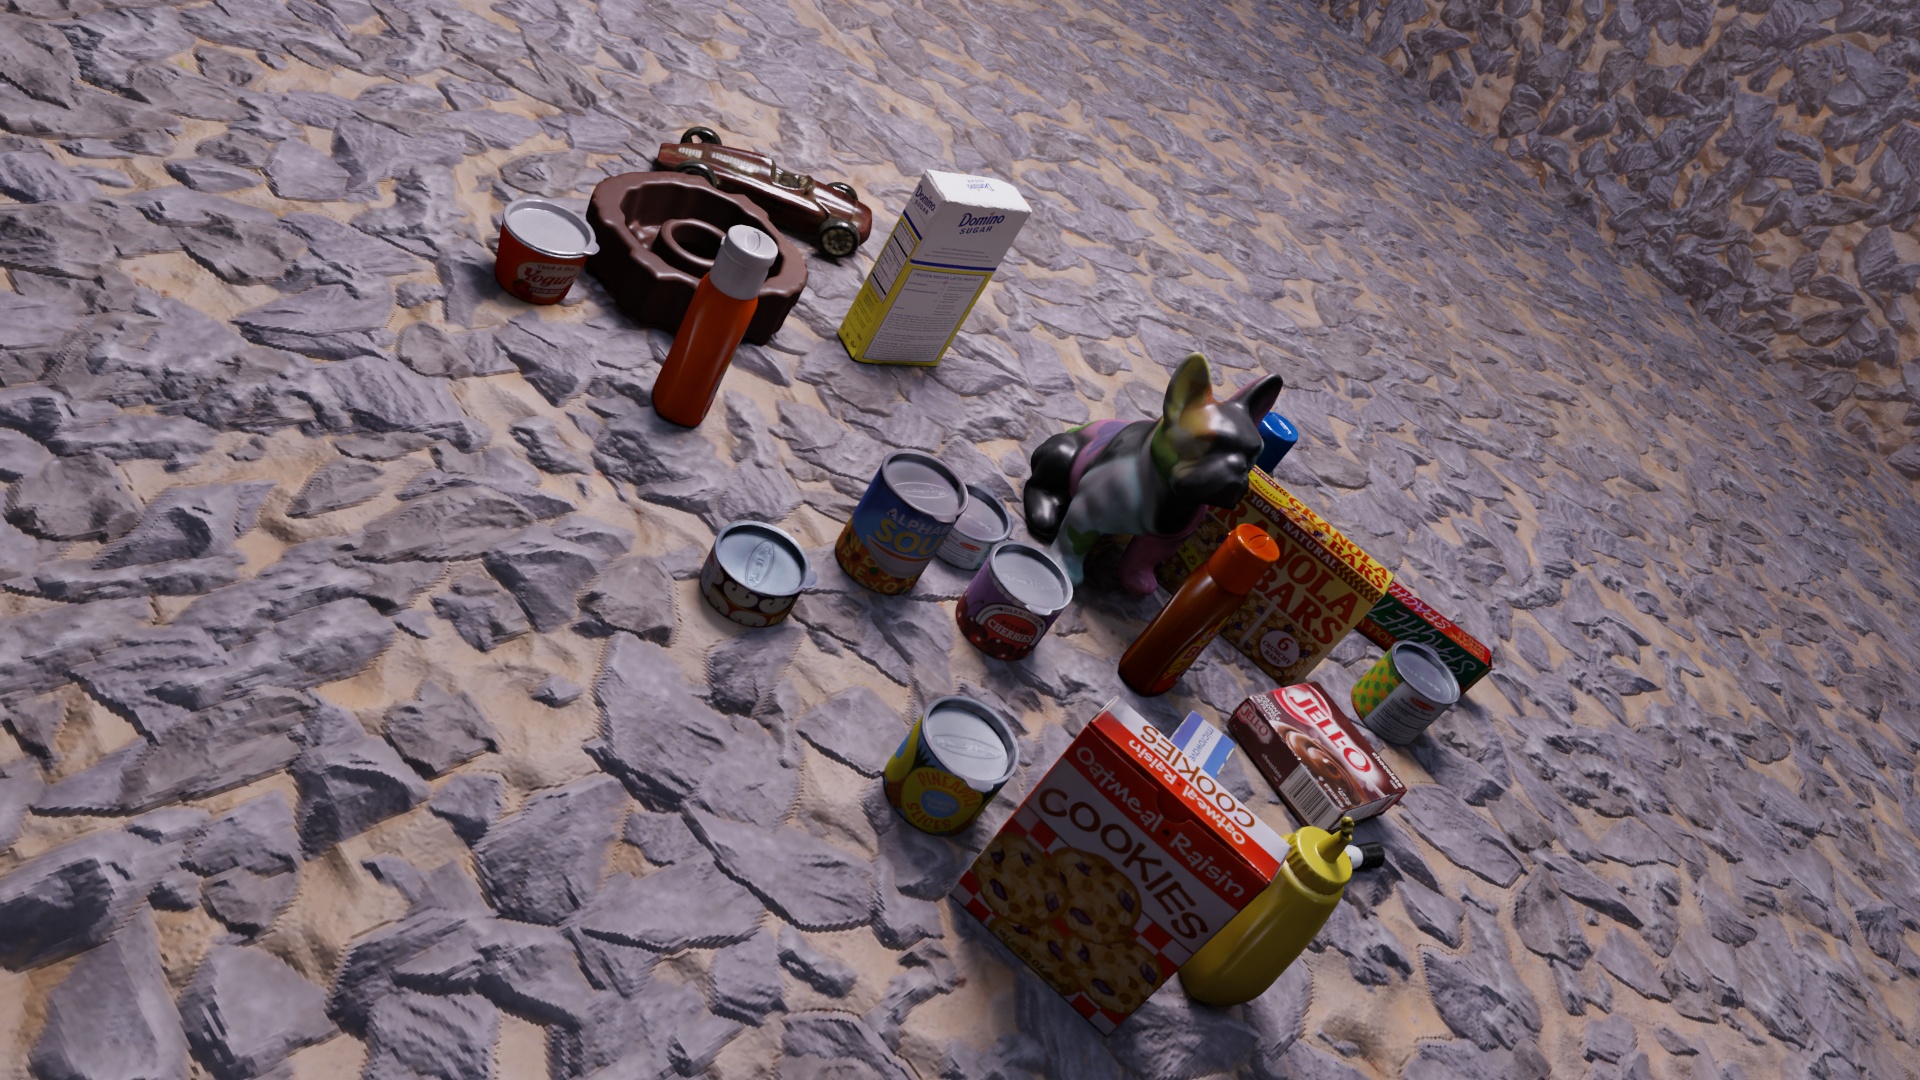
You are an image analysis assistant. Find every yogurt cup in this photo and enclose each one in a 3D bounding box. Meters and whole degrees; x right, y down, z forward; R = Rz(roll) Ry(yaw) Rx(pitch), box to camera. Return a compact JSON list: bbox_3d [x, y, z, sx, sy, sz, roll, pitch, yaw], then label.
[{"bbox_3d":[-0.311,-0.212,1.029,0.072,0.053,0.073,21,37,-17],"label":"yogurt cup"}]

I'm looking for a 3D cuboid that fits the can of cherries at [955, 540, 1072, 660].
[{"bbox_3d":[0.037,0.045,0.991,0.071,0.058,0.072,21,37,-17],"label":"can of cherries"}]

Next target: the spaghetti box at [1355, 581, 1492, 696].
[{"bbox_3d":[0.356,0.048,1.237,0.250,0.050,0.029,36,36,4],"label":"spaghetti box"}]

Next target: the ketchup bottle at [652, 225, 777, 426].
[{"bbox_3d":[-0.174,-0.153,0.984,0.043,0.148,0.065,20,38,-18],"label":"ketchup bottle"}]

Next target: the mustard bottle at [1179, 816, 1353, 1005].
[{"bbox_3d":[0.187,0.214,0.821,0.049,0.159,0.065,18,38,-20],"label":"mustard bottle"}]

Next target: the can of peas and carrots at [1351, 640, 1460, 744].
[{"bbox_3d":[0.367,0.125,1.149,0.071,0.058,0.071,21,37,-17],"label":"can of peas and carrots"}]

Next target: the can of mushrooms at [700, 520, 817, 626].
[{"bbox_3d":[-0.132,0.023,0.909,0.071,0.033,0.071,21,37,-17],"label":"can of mushrooms"}]

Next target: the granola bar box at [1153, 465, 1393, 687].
[{"bbox_3d":[0.242,0.023,1.116,0.166,0.123,0.039,41,36,10],"label":"granola bar box"}]

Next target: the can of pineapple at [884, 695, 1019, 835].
[{"bbox_3d":[-0.006,0.139,0.848,0.071,0.057,0.071,21,37,-17],"label":"can of pineapple"}]

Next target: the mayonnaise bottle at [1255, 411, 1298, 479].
[{"bbox_3d":[0.224,-0.043,1.160,0.041,0.147,0.065,-8,53,-43],"label":"mayonnaise bottle"}]

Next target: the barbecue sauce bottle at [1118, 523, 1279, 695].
[{"bbox_3d":[0.175,0.050,1.013,0.044,0.147,0.065,46,38,17],"label":"barbecue sauce bottle"}]

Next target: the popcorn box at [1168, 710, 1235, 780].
[{"bbox_3d":[0.120,0.173,0.881,0.038,0.084,0.127,39,36,8],"label":"popcorn box"}]

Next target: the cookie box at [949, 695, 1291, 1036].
[{"bbox_3d":[0.083,0.184,0.771,0.123,0.166,0.040,41,36,10],"label":"cookie box"}]

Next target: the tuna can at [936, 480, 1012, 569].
[{"bbox_3d":[0.004,-0.013,1.055,0.071,0.032,0.071,21,37,-17],"label":"tuna can"}]

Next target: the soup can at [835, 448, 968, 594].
[{"bbox_3d":[-0.041,-0.010,0.974,0.071,0.083,0.072,21,37,-17],"label":"soup can"}]
